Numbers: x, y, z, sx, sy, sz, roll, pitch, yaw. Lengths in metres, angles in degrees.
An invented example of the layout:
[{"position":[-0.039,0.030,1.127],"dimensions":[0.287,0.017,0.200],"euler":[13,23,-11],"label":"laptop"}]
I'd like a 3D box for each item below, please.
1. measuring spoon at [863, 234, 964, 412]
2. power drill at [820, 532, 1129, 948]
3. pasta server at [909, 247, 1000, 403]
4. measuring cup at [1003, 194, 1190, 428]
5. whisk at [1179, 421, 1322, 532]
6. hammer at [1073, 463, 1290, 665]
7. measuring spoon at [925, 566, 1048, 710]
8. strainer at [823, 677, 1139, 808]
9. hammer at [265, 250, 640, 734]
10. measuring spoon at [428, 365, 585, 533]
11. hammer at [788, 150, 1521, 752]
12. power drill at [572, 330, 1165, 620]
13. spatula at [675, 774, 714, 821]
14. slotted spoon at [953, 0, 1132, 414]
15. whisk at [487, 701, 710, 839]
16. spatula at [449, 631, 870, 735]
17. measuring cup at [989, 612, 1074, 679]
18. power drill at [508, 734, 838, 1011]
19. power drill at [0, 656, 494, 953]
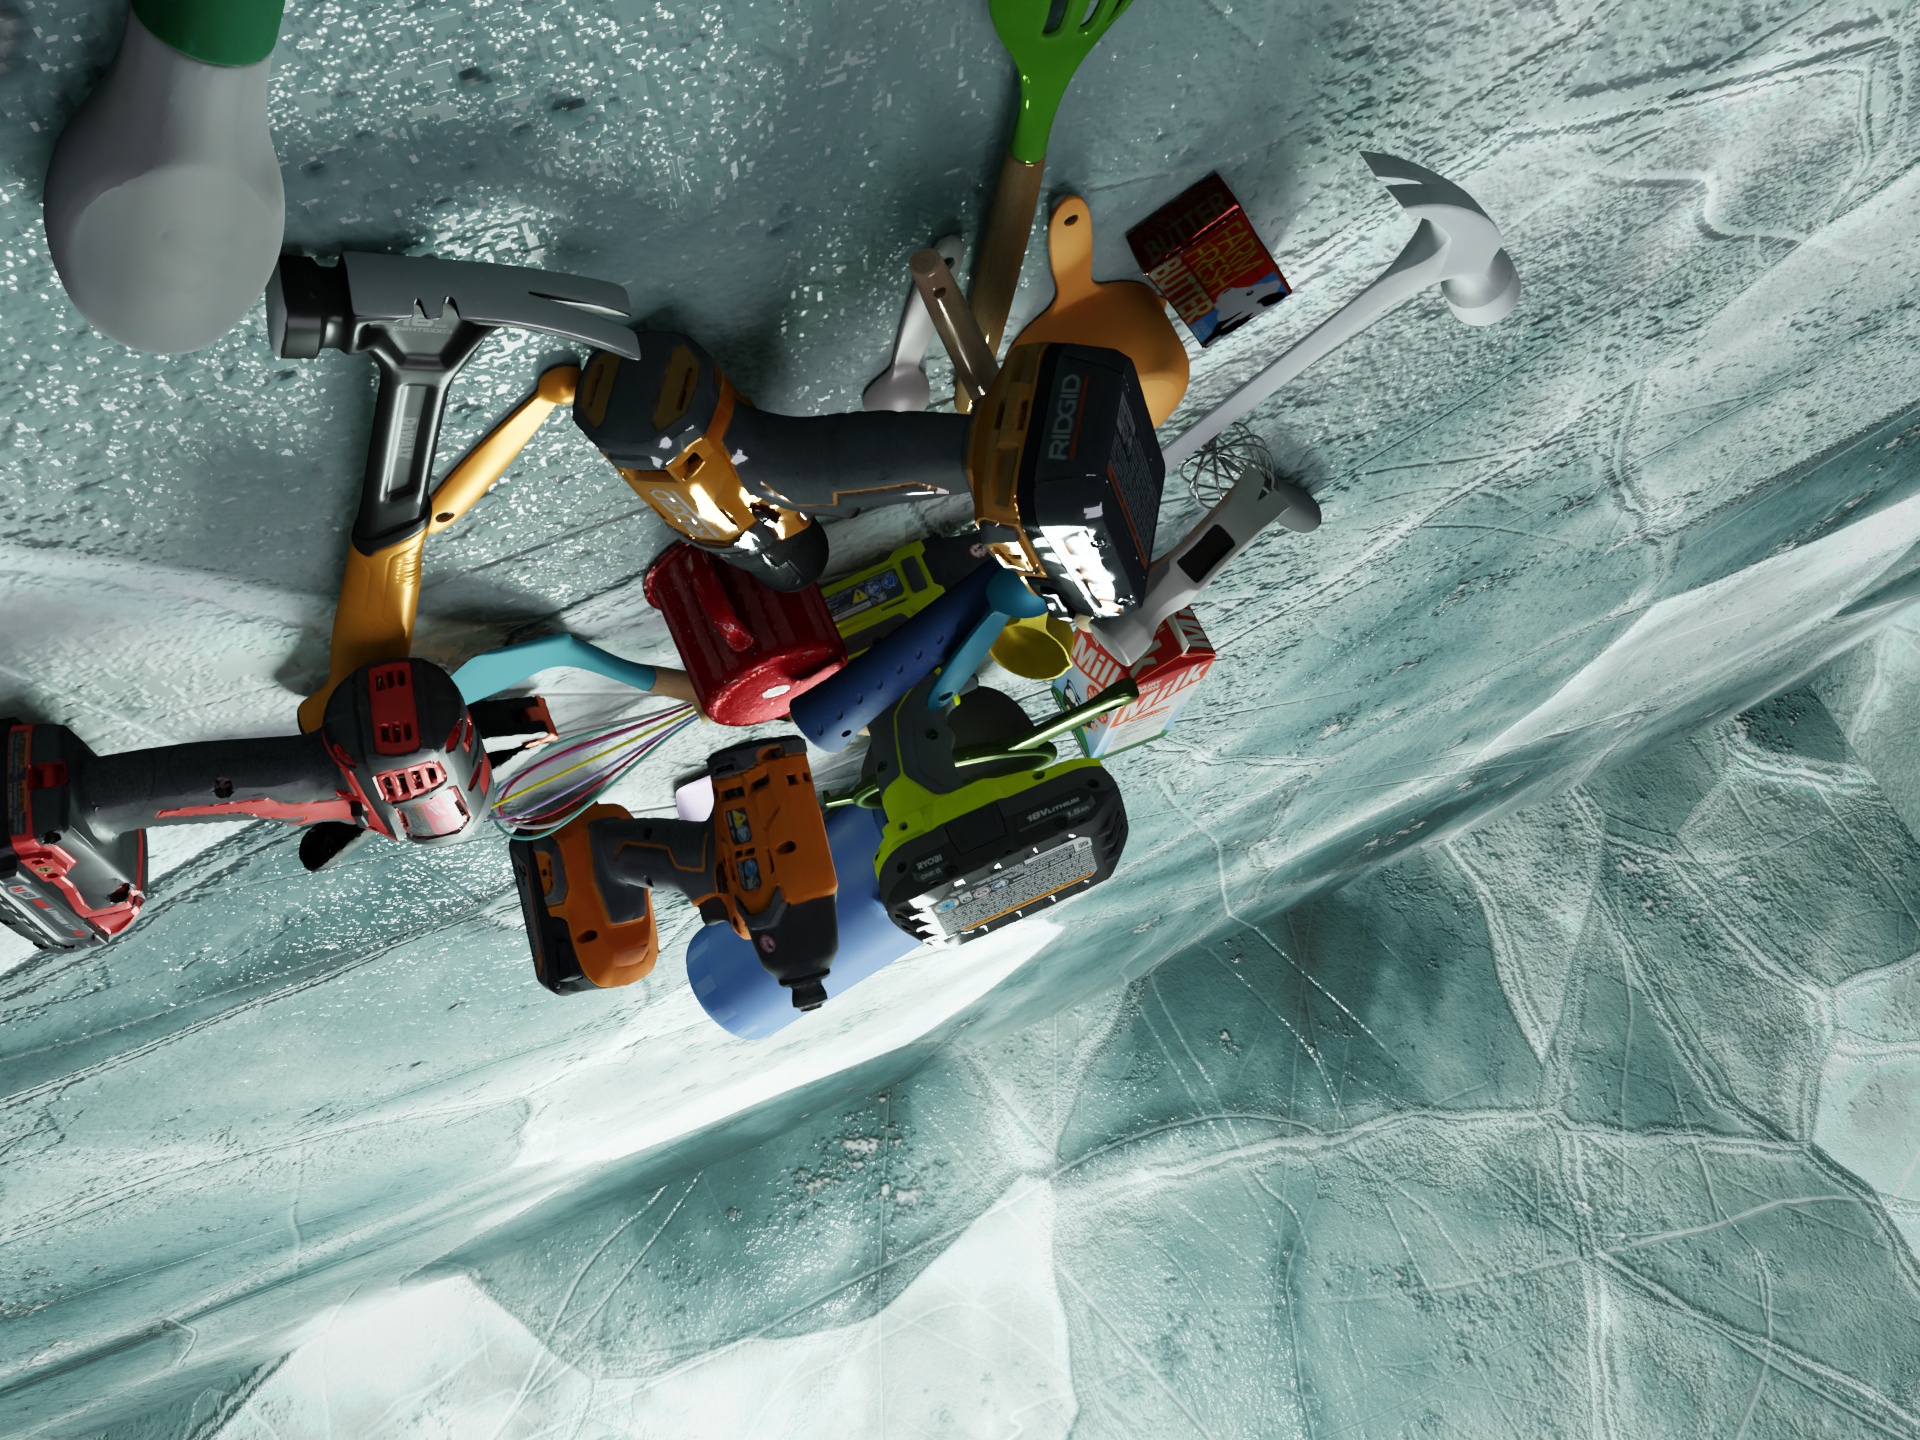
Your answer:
[{"position":[-0.017,-0.174,0.730],"dimensions":[0.034,0.018,0.124],"euler":[-16,158,-24],"label":"measuring spoon"},{"position":[-0.001,-0.003,0.883],"dimensions":[0.171,0.223,0.080],"euler":[-24,148,-1],"label":"power drill"},{"position":[0.028,-0.128,0.750],"dimensions":[0.060,0.040,0.316],"euler":[-30,160,5],"label":"pasta server"},{"position":[0.066,-0.182,0.756],"dimensions":[0.095,0.052,0.173],"euler":[-25,163,0],"label":"measuring cup"},{"position":[0.197,-0.147,1.027],"dimensions":[0.055,0.055,0.238],"euler":[-33,163,22],"label":"whisk"},{"position":[0.109,-0.081,0.943],"dimensions":[0.130,0.031,0.331],"euler":[-43,-177,-3],"label":"hammer"},{"position":[0.016,-0.036,0.777],"dimensions":[0.042,0.021,0.128],"euler":[-9,150,-36],"label":"measuring spoon"},{"position":[0.023,-0.004,1.102],"dimensions":[0.151,0.069,0.256],"euler":[-4,164,-42],"label":"strainer"},{"position":[-0.239,-0.073,0.684],"dimensions":[0.127,0.034,0.336],"euler":[-4,154,-29],"label":"hammer"},{"position":[-0.197,-0.112,0.680],"dimensions":[0.117,0.011,0.021],"euler":[-37,158,30],"label":"measuring spoon"},{"position":[0.075,-0.111,0.760],"dimensions":[0.405,0.035,0.144],"euler":[-36,155,19],"label":"hammer"},{"position":[-0.030,-0.097,0.693],"dimensions":[0.226,0.084,0.185],"euler":[6,164,18],"label":"power drill"},{"position":[-0.182,0.101,1.246],"dimensions":[0.060,0.018,0.315],"euler":[-22,160,-13],"label":"spatula"},{"position":[0.025,-0.218,0.657],"dimensions":[0.070,0.031,0.313],"euler":[-24,163,-17],"label":"slotted spoon"},{"position":[-0.179,0.004,0.962],"dimensions":[0.245,0.051,0.047],"euler":[-27,155,-5],"label":"whisk"},{"position":[-0.156,-0.009,0.906],"dimensions":[0.317,0.044,0.082],"euler":[12,145,-44],"label":"spatula"},{"position":[0.053,-0.085,1.034],"dimensions":[0.062,0.029,0.156],"euler":[16,143,7],"label":"measuring cup"},{"position":[-0.172,0.111,0.994],"dimensions":[0.226,0.164,0.084],"euler":[-16,176,34],"label":"power drill"},{"position":[-0.333,0.039,0.747],"dimensions":[0.219,0.079,0.143],"euler":[-11,156,-10],"label":"power drill"}]
